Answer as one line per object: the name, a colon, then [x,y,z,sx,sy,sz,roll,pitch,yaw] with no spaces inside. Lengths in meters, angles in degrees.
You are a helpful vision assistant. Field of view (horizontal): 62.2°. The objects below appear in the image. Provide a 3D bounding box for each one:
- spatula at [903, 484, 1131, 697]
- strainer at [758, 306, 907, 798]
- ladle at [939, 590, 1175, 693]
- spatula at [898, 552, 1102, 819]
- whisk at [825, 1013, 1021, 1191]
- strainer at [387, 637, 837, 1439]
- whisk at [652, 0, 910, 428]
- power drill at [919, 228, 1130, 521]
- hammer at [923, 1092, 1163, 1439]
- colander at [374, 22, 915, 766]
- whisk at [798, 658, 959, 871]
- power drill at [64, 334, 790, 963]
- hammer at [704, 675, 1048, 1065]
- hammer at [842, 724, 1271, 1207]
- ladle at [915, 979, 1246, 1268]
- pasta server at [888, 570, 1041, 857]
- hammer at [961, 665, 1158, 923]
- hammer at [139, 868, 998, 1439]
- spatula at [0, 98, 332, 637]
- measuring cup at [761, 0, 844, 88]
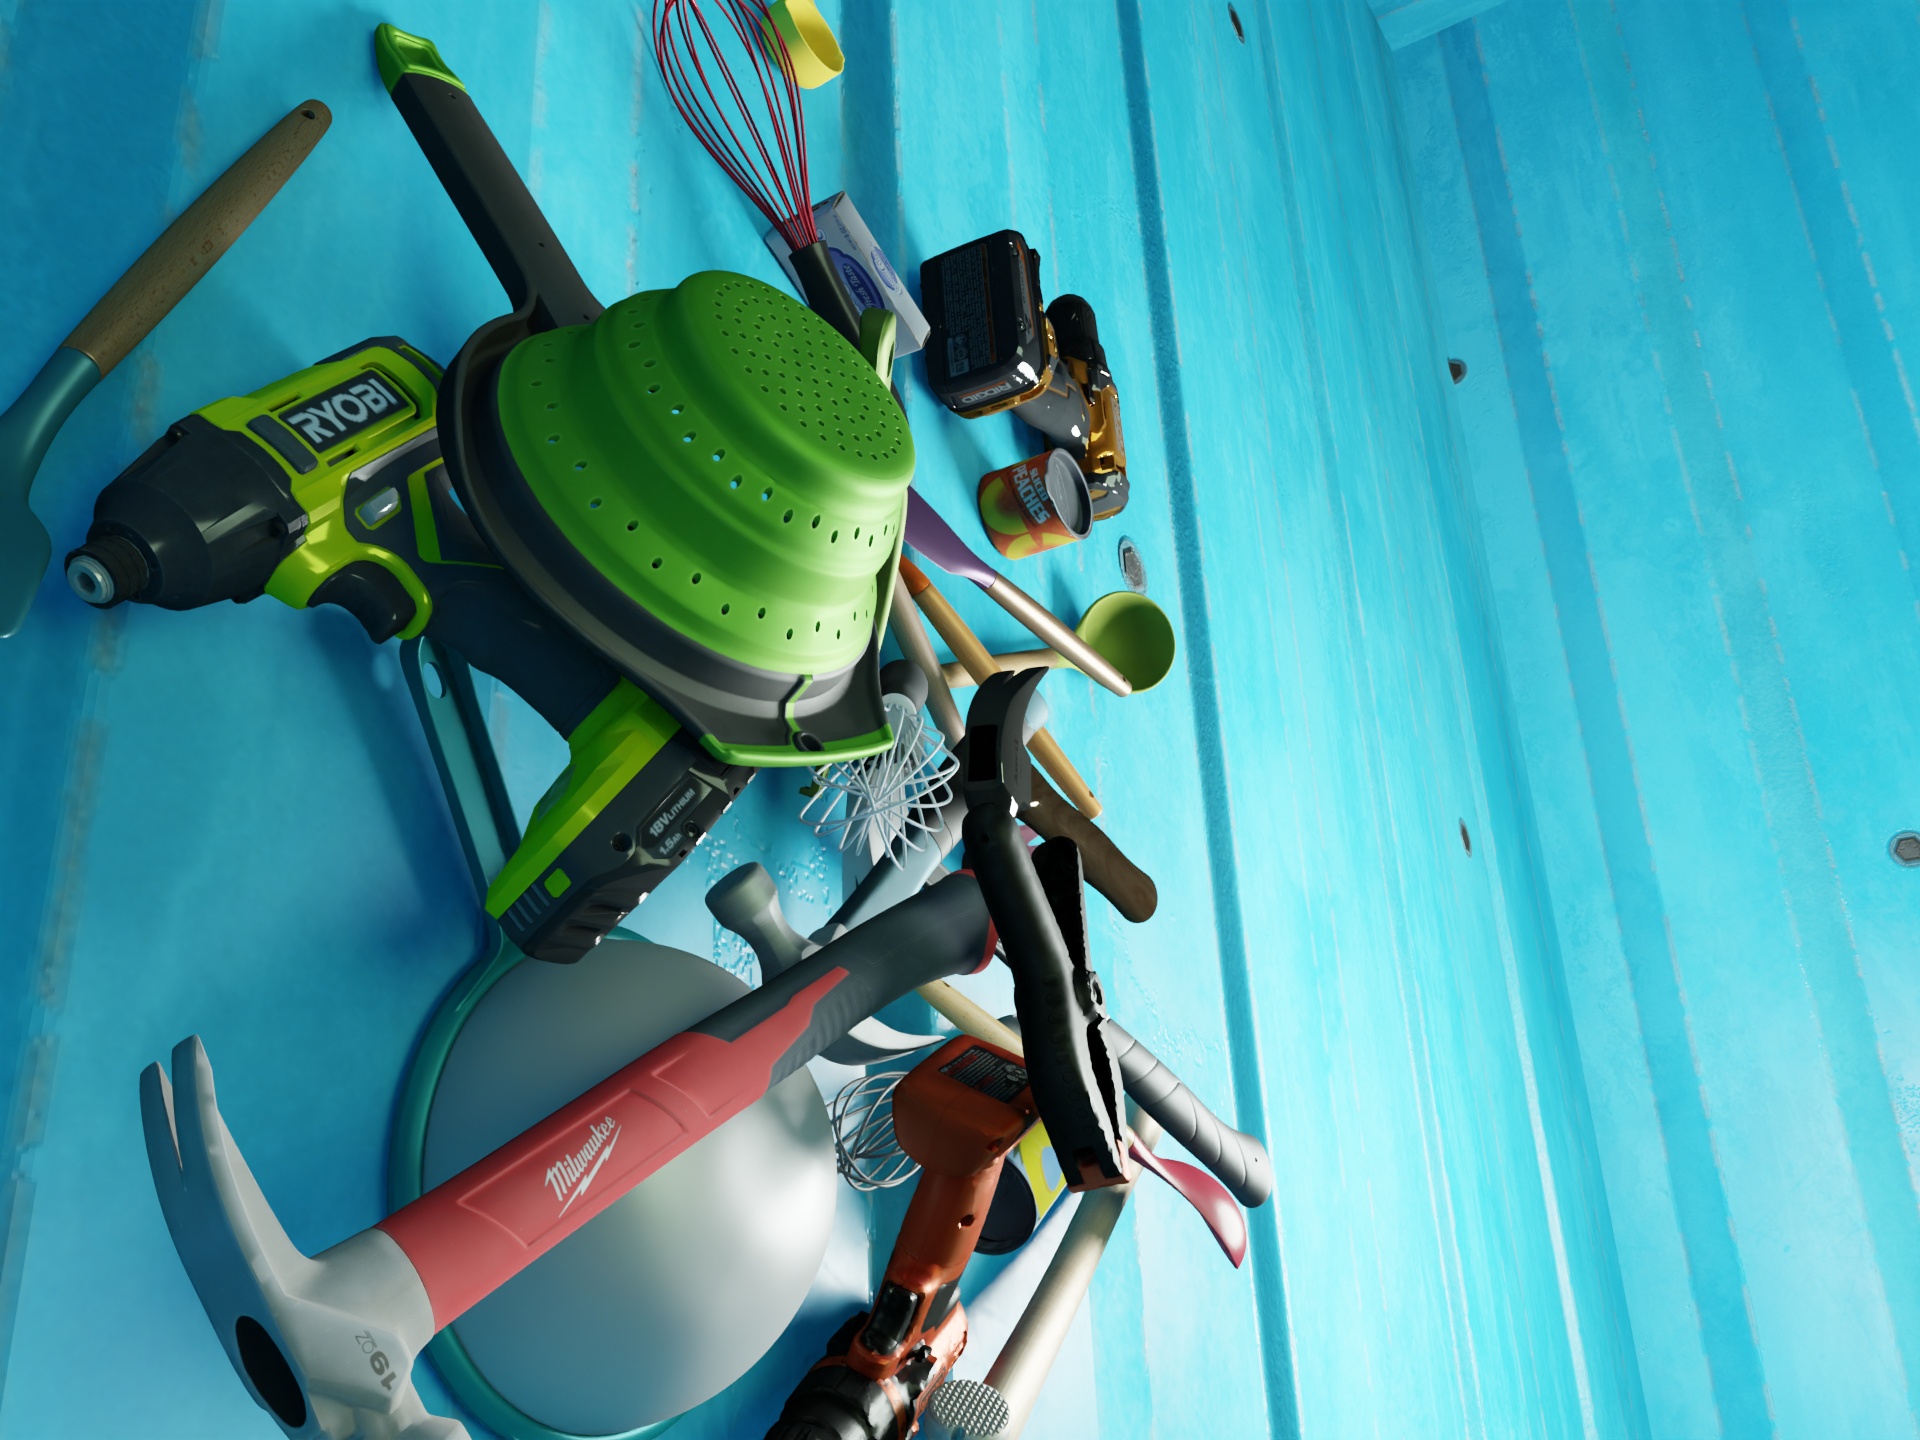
spatula: [0.029,-0.080,0.999,0.315,0.018,0.060,34,34,-49]
strainer: [-0.071,-0.093,0.773,0.256,0.069,0.152,99,6,-48]
ladle: [0.058,-0.043,1.081,0.320,0.062,0.078,-12,86,-59]
spatula: [-0.003,-0.065,0.966,0.322,0.041,0.081,52,29,-16]
whisk: [-0.011,0.196,0.859,0.239,0.055,0.055,-12,87,-66]
strainer: [-0.132,0.117,0.627,0.211,0.095,0.340,-27,101,-61]
whisk: [-0.095,-0.285,0.899,0.295,0.073,0.073,66,30,-9]
power drill: [0.055,-0.267,1.161,0.226,0.084,0.185,31,50,-57]
hammer: [0.055,0.324,0.888,0.410,0.038,0.146,-35,138,-66]
colander: [-0.127,-0.167,0.633,0.204,0.094,0.397,-3,56,-56]
whisk: [-0.035,0.006,0.763,0.285,0.070,0.070,-90,159,-78]
power drill: [-0.184,-0.026,0.571,0.223,0.080,0.171,43,35,-7]
hammer: [-0.017,0.057,0.826,0.128,0.033,0.331,58,30,-12]
hammer: [0.068,0.174,0.939,0.408,0.036,0.149,46,33,-28]
ladle: [0.076,0.223,0.892,0.315,0.031,0.069,44,4,-31]
pasta server: [-0.002,-0.003,0.949,0.316,0.040,0.060,67,29,-24]
hammer: [0.066,0.066,0.924,0.331,0.031,0.130,43,45,-63]
hammer: [-0.095,0.112,0.575,0.143,0.038,0.386,60,31,3]
spatula: [-0.282,-0.141,0.540,0.082,0.044,0.318,29,45,-17]
measuring cup: [-0.114,-0.471,1.023,0.062,0.029,0.157,22,47,-56]
